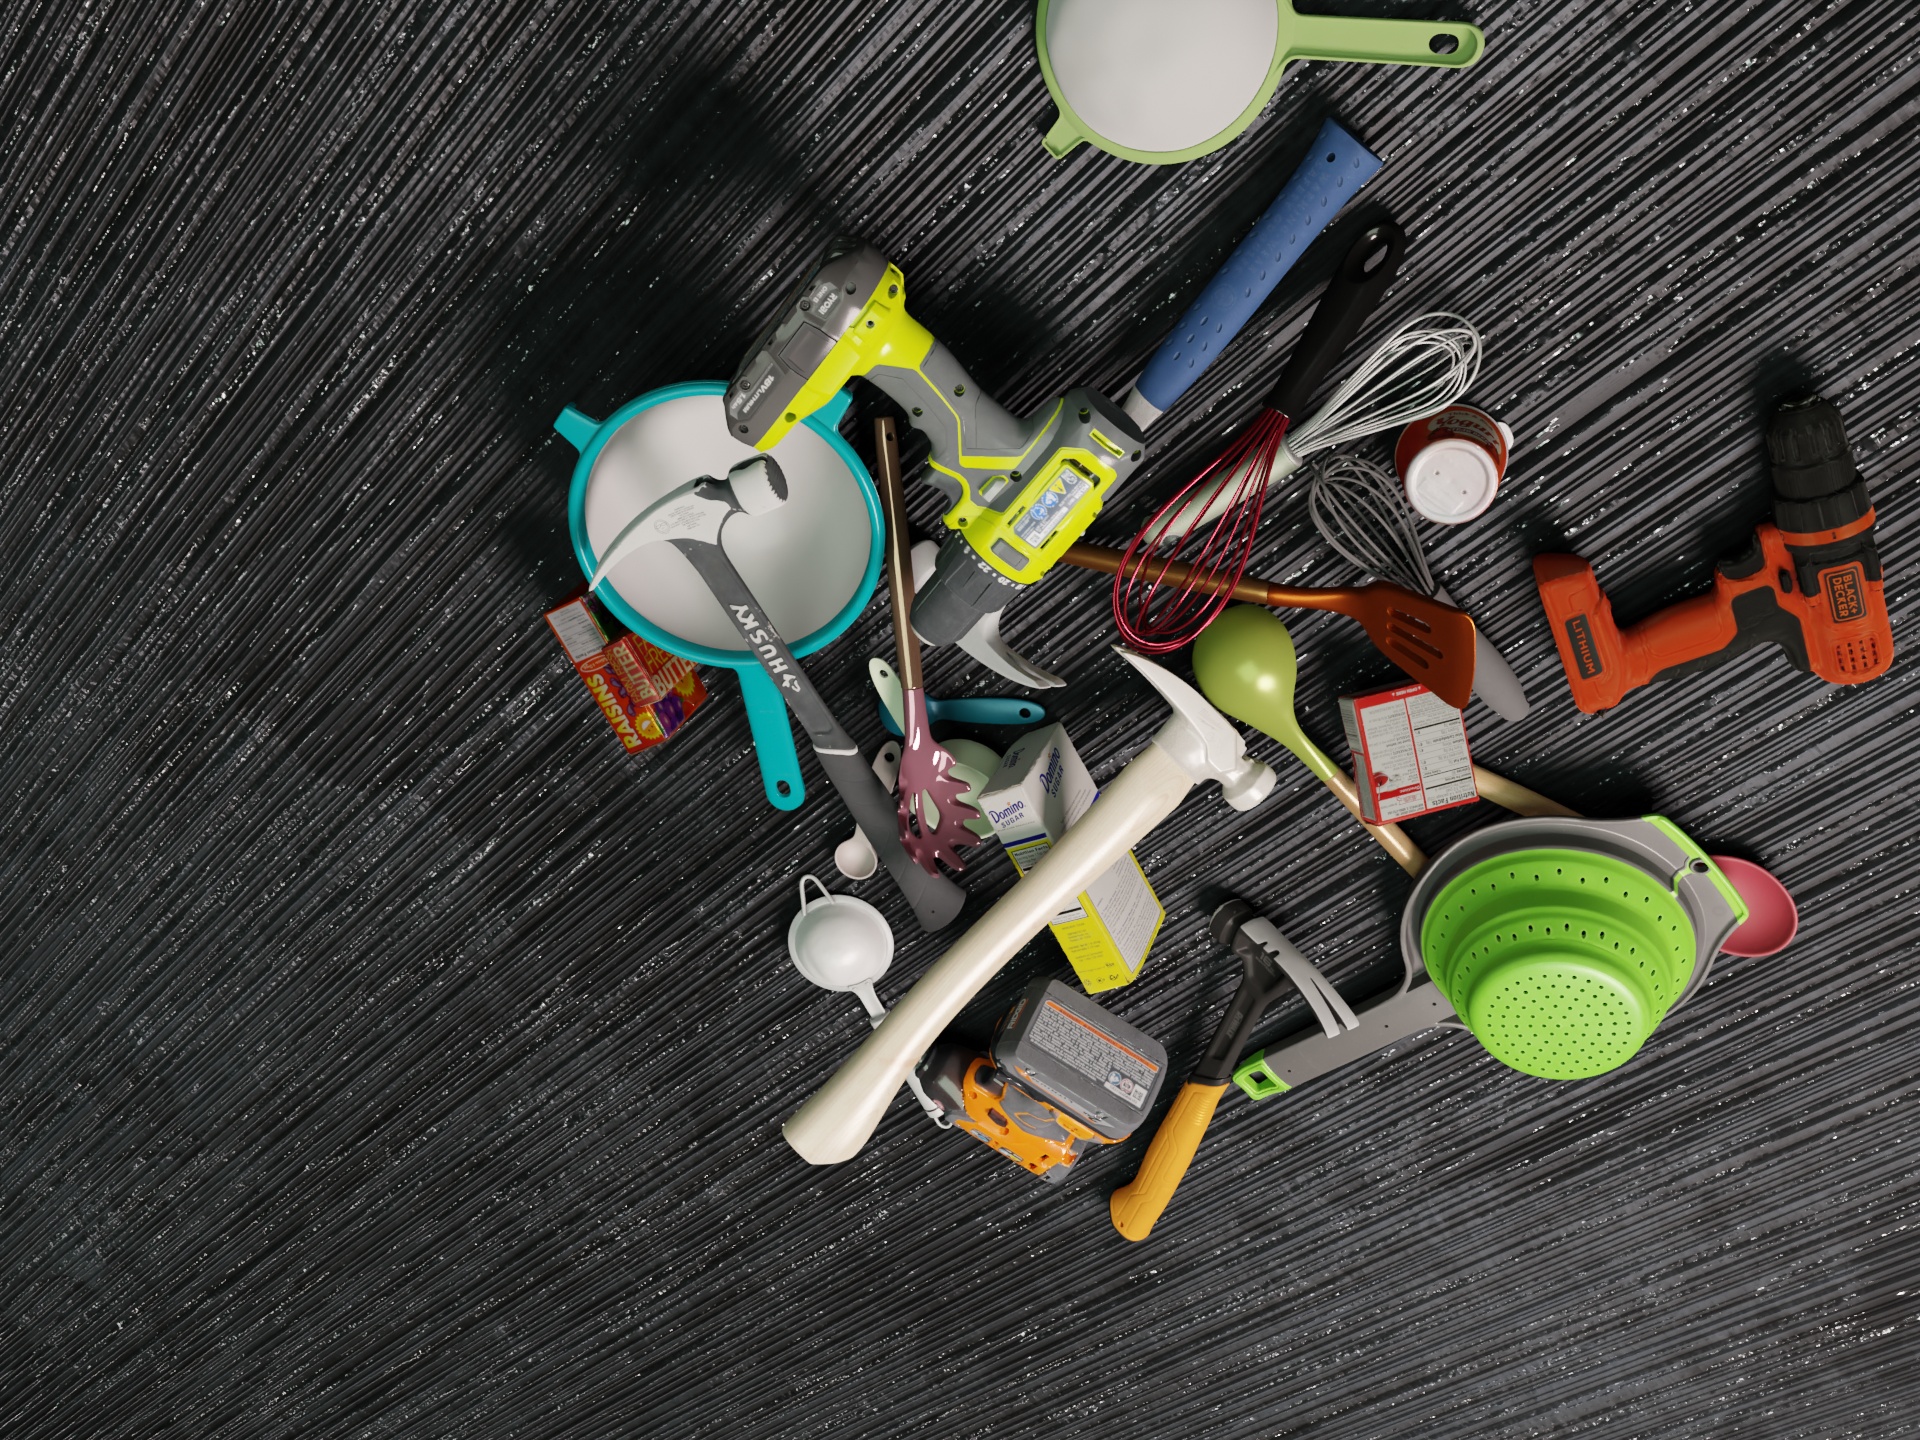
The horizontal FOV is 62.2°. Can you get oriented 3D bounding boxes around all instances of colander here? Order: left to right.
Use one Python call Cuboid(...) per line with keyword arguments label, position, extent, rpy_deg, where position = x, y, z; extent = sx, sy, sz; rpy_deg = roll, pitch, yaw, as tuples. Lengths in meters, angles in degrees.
Cuboid(label="colander", position=(0.343, 0.210, 1.107), extent=(0.204, 0.095, 0.397), rpy_deg=(44, 126, -14))

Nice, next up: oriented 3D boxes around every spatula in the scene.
Cuboid(label="spatula", position=(0.173, -0.081, 1.024), extent=(0.323, 0.041, 0.080), rpy_deg=(15, 142, 25))

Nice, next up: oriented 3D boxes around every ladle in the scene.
Cuboid(label="ladle", position=(0.276, 0.045, 1.099), extent=(0.320, 0.062, 0.078), rpy_deg=(44, 143, -16))
Cuboid(label="ladle", position=(0.411, 0.071, 1.075), extent=(0.315, 0.031, 0.069), rpy_deg=(26, 122, 5))

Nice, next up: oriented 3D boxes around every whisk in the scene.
Cuboid(label="whisk", position=(0.181, -0.170, 0.964), extent=(0.073, 0.073, 0.296), rpy_deg=(31, 100, 0))
Cuboid(label="whisk", position=(0.214, -0.176, 1.002), extent=(0.246, 0.057, 0.059), rpy_deg=(-30, 70, 31))
Cuboid(label="whisk", position=(0.293, -0.080, 1.008), extent=(0.055, 0.055, 0.238), rpy_deg=(-32, 117, 28))

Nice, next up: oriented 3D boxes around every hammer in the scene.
Cuboid(label="hammer", position=(-0.102, 0.007, 1.115), extent=(0.149, 0.036, 0.408), rpy_deg=(-19, 124, 16))
Cuboid(label="hammer", position=(0.024, 0.136, 1.077), extent=(0.146, 0.038, 0.410), rpy_deg=(44, 91, -15))
Cuboid(label="hammer", position=(0.117, -0.191, 1.005), extent=(0.144, 0.035, 0.405), rpy_deg=(50, 119, 20))
Cuboid(label="hammer", position=(0.190, 0.298, 1.231), extent=(0.127, 0.034, 0.336), rpy_deg=(47, 133, 34))

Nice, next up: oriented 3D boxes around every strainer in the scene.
Cuboid(label="strainer", position=(-0.146, -0.095, 1.124), extent=(0.211, 0.095, 0.340), rpy_deg=(-4, 125, 6))
Cuboid(label="strainer", position=(-0.067, 0.240, 1.302), extent=(0.087, 0.050, 0.258), rpy_deg=(-24, 111, 13))
Cuboid(label="strainer", position=(0.161, -0.383, 0.892), extent=(0.256, 0.069, 0.151), rpy_deg=(9, 119, 14))

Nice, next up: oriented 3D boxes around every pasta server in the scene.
Cuboid(label="pasta server", position=(-0.032, -0.048, 1.087), extent=(0.040, 0.060, 0.316), rpy_deg=(17, 117, 58))

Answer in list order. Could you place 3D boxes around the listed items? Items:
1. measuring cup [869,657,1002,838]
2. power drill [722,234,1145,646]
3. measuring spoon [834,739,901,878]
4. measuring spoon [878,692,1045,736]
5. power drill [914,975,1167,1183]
Cuboid(label="measuring cup", position=(-0.018, 0.013, 1.156), extent=(0.083, 0.038, 0.167), rpy_deg=(-14, 120, 31))
Cuboid(label="power drill", position=(-0.028, -0.164, 0.974), extent=(0.228, 0.080, 0.190), rpy_deg=(35, 115, -18))
Cuboid(label="measuring spoon", position=(-0.067, 0.067, 1.229), extent=(0.034, 0.018, 0.124), rpy_deg=(22, 114, 6))
Cuboid(label="measuring spoon", position=(-0.002, -0.004, 1.164), extent=(0.128, 0.021, 0.042), rpy_deg=(1, 117, 19))
Cuboid(label="power drill", position=(0.048, 0.275, 1.222), extent=(0.164, 0.084, 0.226), rpy_deg=(32, 149, -1))
